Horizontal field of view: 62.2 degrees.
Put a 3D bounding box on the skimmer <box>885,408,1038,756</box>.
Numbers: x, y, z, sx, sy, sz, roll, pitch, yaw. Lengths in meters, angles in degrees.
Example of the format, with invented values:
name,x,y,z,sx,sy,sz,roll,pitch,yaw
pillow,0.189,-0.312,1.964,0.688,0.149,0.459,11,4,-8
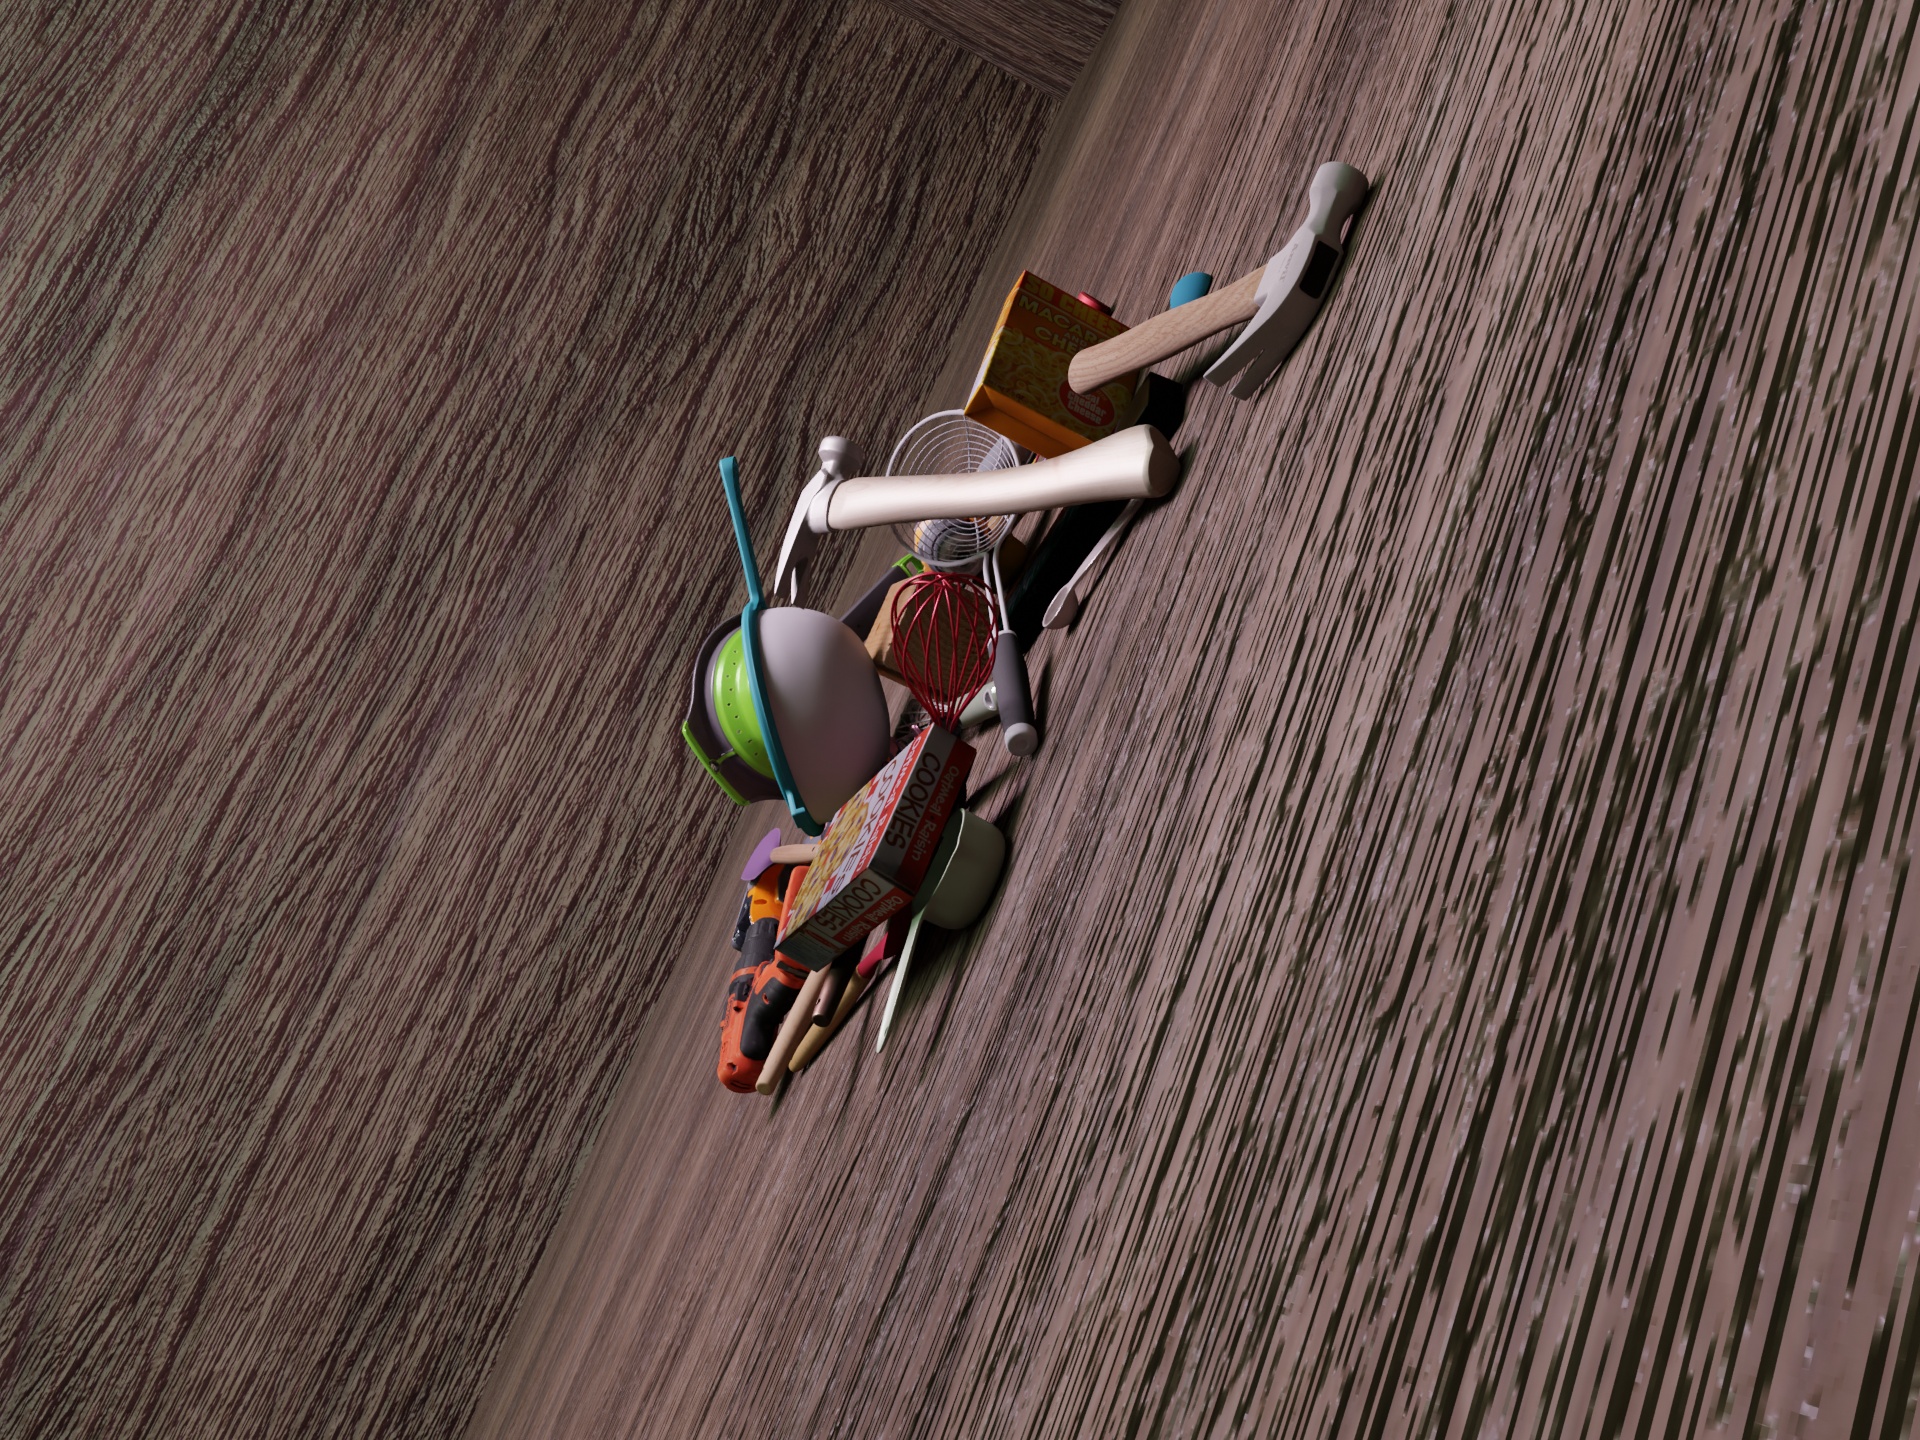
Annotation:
name,x,y,z,sx,sy,sz,roll,pitch,yaw
skimmer,0.006,-0.109,1.195,0.127,0.090,0.364,-38,32,21

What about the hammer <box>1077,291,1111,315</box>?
name,x,y,z,sx,sy,sz,roll,pitch,yaw
hammer,0.042,-0.269,1.668,0.386,0.038,0.143,-59,-2,22

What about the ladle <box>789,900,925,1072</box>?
name,x,y,z,sx,sy,sz,roll,pitch,yaw
ladle,-0.084,0.207,1.242,0.315,0.031,0.069,-57,7,47

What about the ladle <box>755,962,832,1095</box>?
name,x,y,z,sx,sy,sz,roll,pitch,yaw
ladle,-0.108,0.171,1.237,0.320,0.062,0.078,-64,-1,-56

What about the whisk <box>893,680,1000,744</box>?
name,x,y,z,sx,sy,sz,roll,pitch,yaw
whisk,-0.002,-0.004,1.297,0.058,0.059,0.246,71,160,1

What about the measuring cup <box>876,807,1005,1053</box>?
name,x,y,z,sx,sy,sz,roll,pitch,yaw
measuring cup,-0.012,0.137,1.010,0.083,0.038,0.168,135,156,-63

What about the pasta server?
name,x,y,z,sx,sy,sz,roll,pitch,yaw
pasta server,-0.066,0.110,1.200,0.060,0.040,0.316,-48,12,36

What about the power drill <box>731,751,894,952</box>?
name,x,y,z,sx,sy,sz,roll,pitch,yaw
power drill,-0.141,0.144,1.555,0.226,0.084,0.164,-54,15,32

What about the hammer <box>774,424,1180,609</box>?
name,x,y,z,sx,sy,sz,roll,pitch,yaw
hammer,-0.002,-0.159,1.182,0.411,0.038,0.146,3,71,51

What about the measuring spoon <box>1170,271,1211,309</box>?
name,x,y,z,sx,sy,sz,roll,pitch,yaw
measuring spoon,0.161,-0.318,1.267,0.042,0.021,0.128,-68,11,-21

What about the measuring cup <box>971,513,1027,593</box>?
name,x,y,z,sx,sy,sz,roll,pitch,yaw
measuring cup,0.067,-0.180,1.447,0.156,0.029,0.062,-53,11,-2

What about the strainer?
name,x,y,z,sx,sy,sz,roll,pitch,yaw
strainer,-0.129,-0.073,1.383,0.211,0.095,0.340,29,-133,-85

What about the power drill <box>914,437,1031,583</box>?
name,x,y,z,sx,sy,sz,roll,pitch,yaw
power drill,0.039,-0.220,1.409,0.226,0.084,0.185,-55,11,7

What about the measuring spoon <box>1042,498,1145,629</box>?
name,x,y,z,sx,sy,sz,roll,pitch,yaw
measuring spoon,0.099,-0.110,1.118,0.124,0.018,0.034,-53,14,25

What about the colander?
name,x,y,z,sx,sy,sz,roll,pitch,yaw
colander,-0.124,-0.074,1.684,0.094,0.204,0.397,-18,23,47

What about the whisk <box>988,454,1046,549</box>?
name,x,y,z,sx,sy,sz,roll,pitch,yaw
whisk,0.048,-0.226,1.584,0.244,0.051,0.047,121,163,-48

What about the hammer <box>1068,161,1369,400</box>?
name,x,y,z,sx,sy,sz,roll,pitch,yaw
hammer,0.146,-0.256,1.044,0.130,0.031,0.331,-67,18,-7

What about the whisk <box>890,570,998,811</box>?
name,x,y,z,sx,sy,sz,roll,pitch,yaw
whisk,-0.010,-0.007,1.095,0.295,0.073,0.073,91,-164,-57

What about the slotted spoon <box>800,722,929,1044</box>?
name,x,y,z,sx,sy,sz,roll,pitch,yaw
slotted spoon,-0.085,0.140,1.420,0.314,0.031,0.070,-68,13,-11

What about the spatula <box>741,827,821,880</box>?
name,x,y,z,sx,sy,sz,roll,pitch,yaw
spatula,-0.164,0.123,1.480,0.060,0.018,0.316,-62,14,-13
